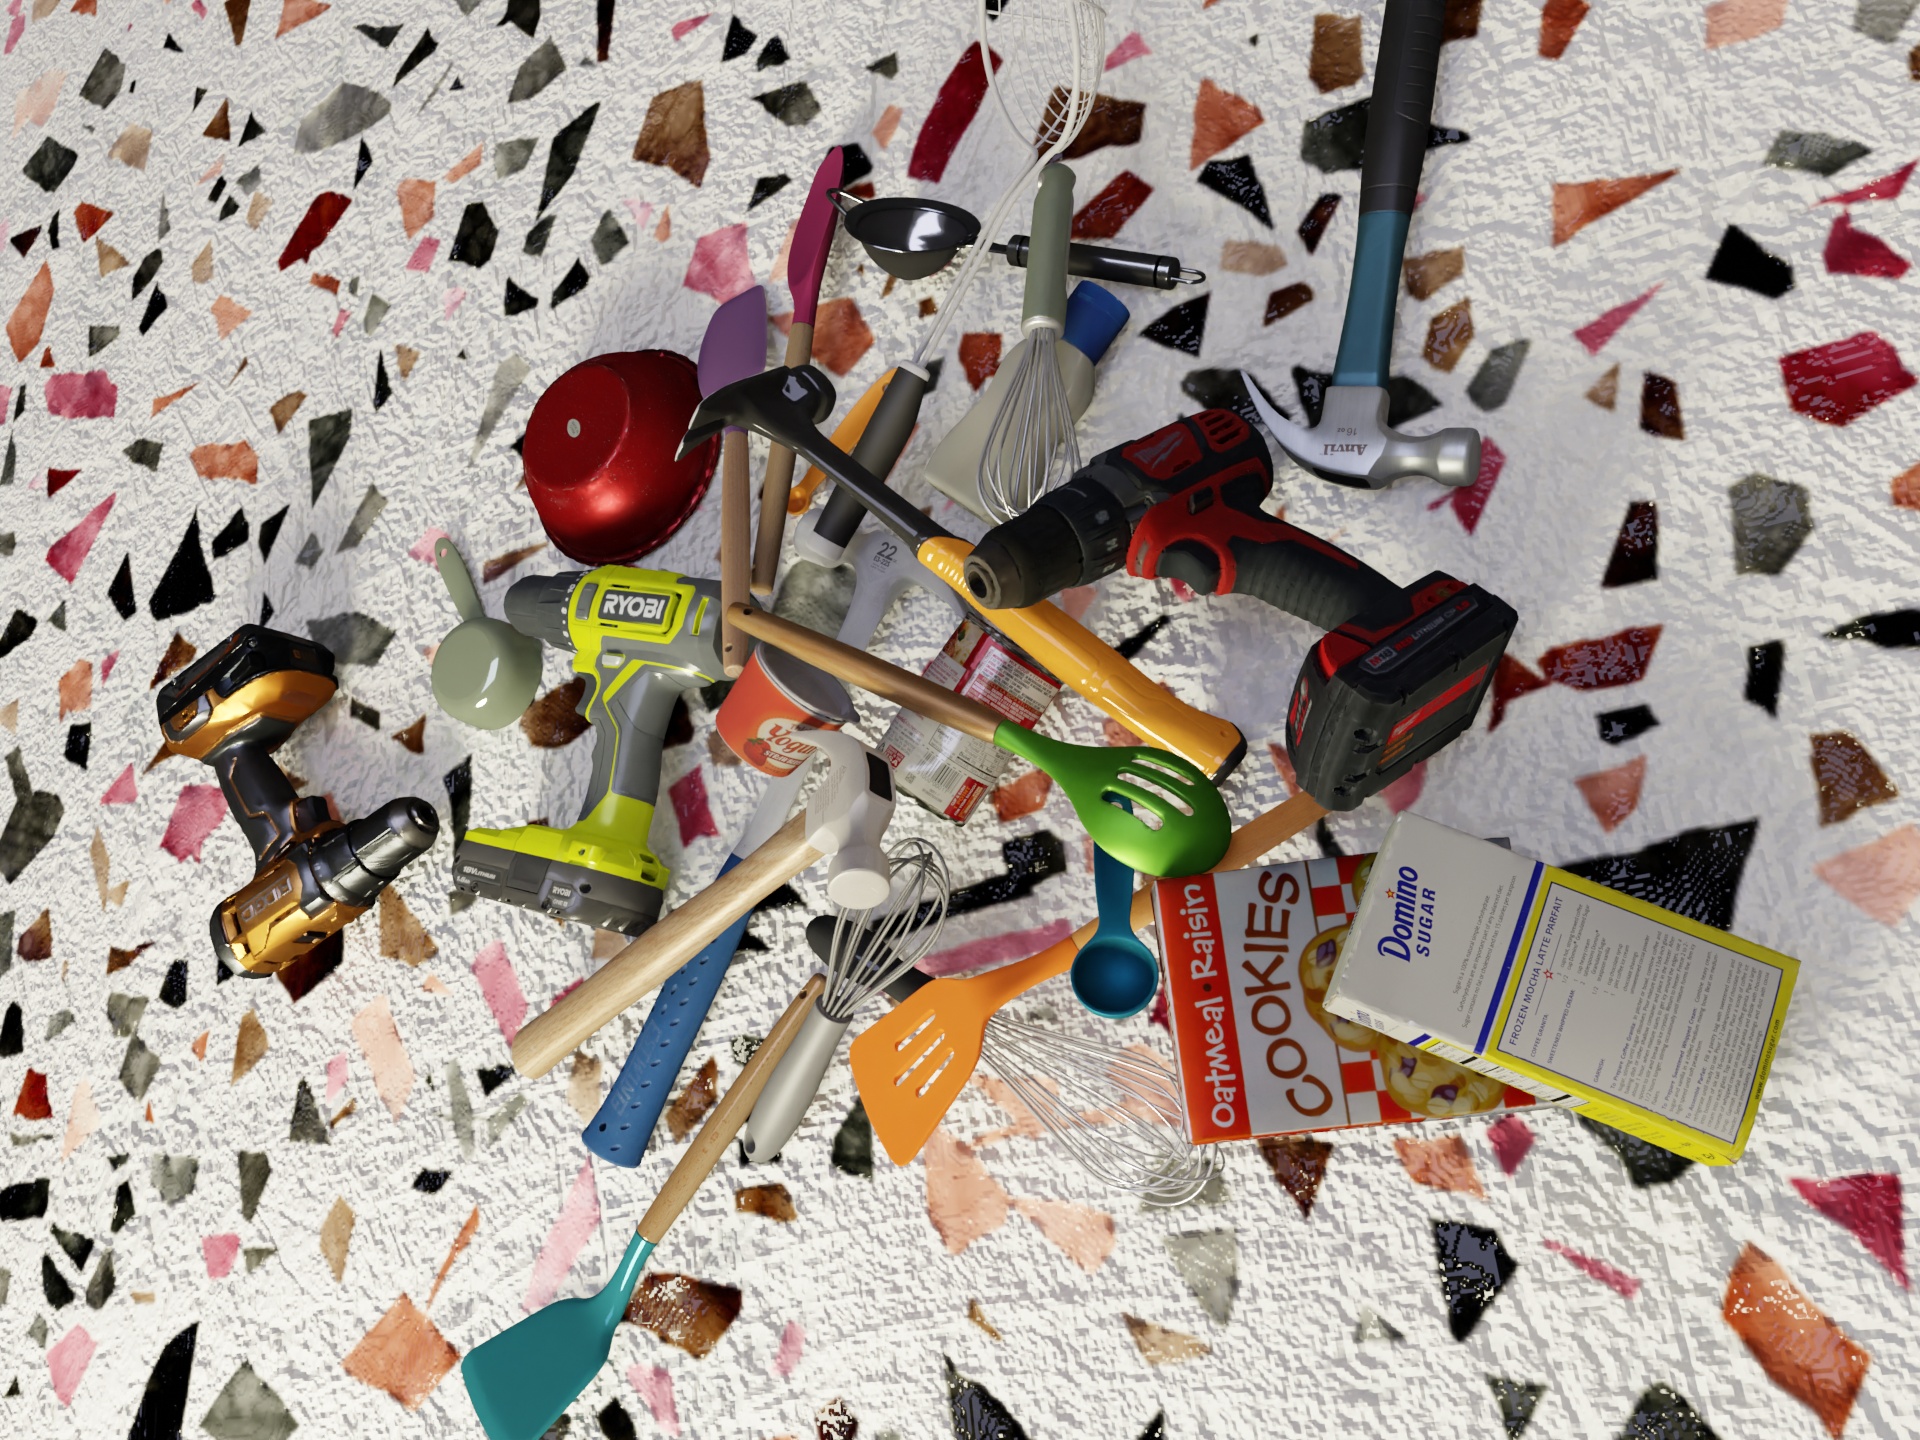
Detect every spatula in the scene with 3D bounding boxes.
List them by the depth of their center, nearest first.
[{"bbox_3d":[0.083,0.106,0.803,0.322,0.041,0.081,-31,46,0],"label":"spatula"},{"bbox_3d":[-0.173,0.275,0.917,0.317,0.044,0.082,-56,44,2],"label":"spatula"},{"bbox_3d":[-0.144,-0.158,1.005,0.060,0.018,0.316,-23,53,24],"label":"spatula"}]

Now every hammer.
[{"bbox_3d":[0.007,-0.074,0.841,0.337,0.127,0.034,38,123,8],"label":"hammer"},{"bbox_3d":[0.234,-0.284,0.864,0.128,0.033,0.331,5,78,28],"label":"hammer"},{"bbox_3d":[-0.152,0.115,0.890,0.331,0.031,0.130,-38,35,31],"label":"hammer"},{"bbox_3d":[-0.118,0.076,0.948,0.144,0.035,0.405,24,88,31],"label":"hammer"}]

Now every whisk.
[{"bbox_3d":[0.018,0.168,0.842,0.285,0.070,0.070,25,89,36],"label":"whisk"},{"bbox_3d":[-0.066,0.158,0.857,0.055,0.055,0.239,46,122,30],"label":"whisk"},{"bbox_3d":[0.046,-0.211,0.891,0.059,0.057,0.246,8,68,-5],"label":"whisk"}]

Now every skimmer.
[{"bbox_3d":[-0.021,-0.268,0.905,0.363,0.090,0.127,-62,30,8],"label":"skimmer"}]

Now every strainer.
[{"bbox_3d":[0.028,-0.285,0.970,0.258,0.050,0.087,17,41,26],"label":"strainer"}]

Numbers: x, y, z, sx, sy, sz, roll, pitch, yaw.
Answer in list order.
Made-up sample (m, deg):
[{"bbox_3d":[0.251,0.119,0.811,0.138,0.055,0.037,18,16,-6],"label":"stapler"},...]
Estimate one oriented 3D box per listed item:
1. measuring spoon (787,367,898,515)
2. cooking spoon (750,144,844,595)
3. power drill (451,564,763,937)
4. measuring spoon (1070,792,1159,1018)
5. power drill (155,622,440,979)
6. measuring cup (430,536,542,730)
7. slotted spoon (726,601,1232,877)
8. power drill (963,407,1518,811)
[{"bbox_3d":[-0.072,-0.177,1.012,0.021,0.011,0.117,41,93,31],"label":"measuring spoon"},{"bbox_3d":[-0.104,-0.228,1.016,0.069,0.017,0.319,-23,56,56],"label":"cooking spoon"},{"bbox_3d":[-0.237,0.010,1.009,0.191,0.080,0.228,8,77,29],"label":"power drill"},{"bbox_3d":[0.076,0.089,0.784,0.042,0.021,0.129,-2,56,8],"label":"measuring spoon"},{"bbox_3d":[-0.465,0.043,1.121,0.185,0.084,0.226,-32,68,16],"label":"power drill"},{"bbox_3d":[-0.349,-0.069,1.111,0.083,0.038,0.168,-37,64,15],"label":"measuring cup"},{"bbox_3d":[-0.001,-0.003,0.832,0.314,0.031,0.070,25,56,26],"label":"slotted spoon"},{"bbox_3d":[0.131,-0.059,0.783,0.188,0.080,0.227,-29,56,-28],"label":"power drill"}]
